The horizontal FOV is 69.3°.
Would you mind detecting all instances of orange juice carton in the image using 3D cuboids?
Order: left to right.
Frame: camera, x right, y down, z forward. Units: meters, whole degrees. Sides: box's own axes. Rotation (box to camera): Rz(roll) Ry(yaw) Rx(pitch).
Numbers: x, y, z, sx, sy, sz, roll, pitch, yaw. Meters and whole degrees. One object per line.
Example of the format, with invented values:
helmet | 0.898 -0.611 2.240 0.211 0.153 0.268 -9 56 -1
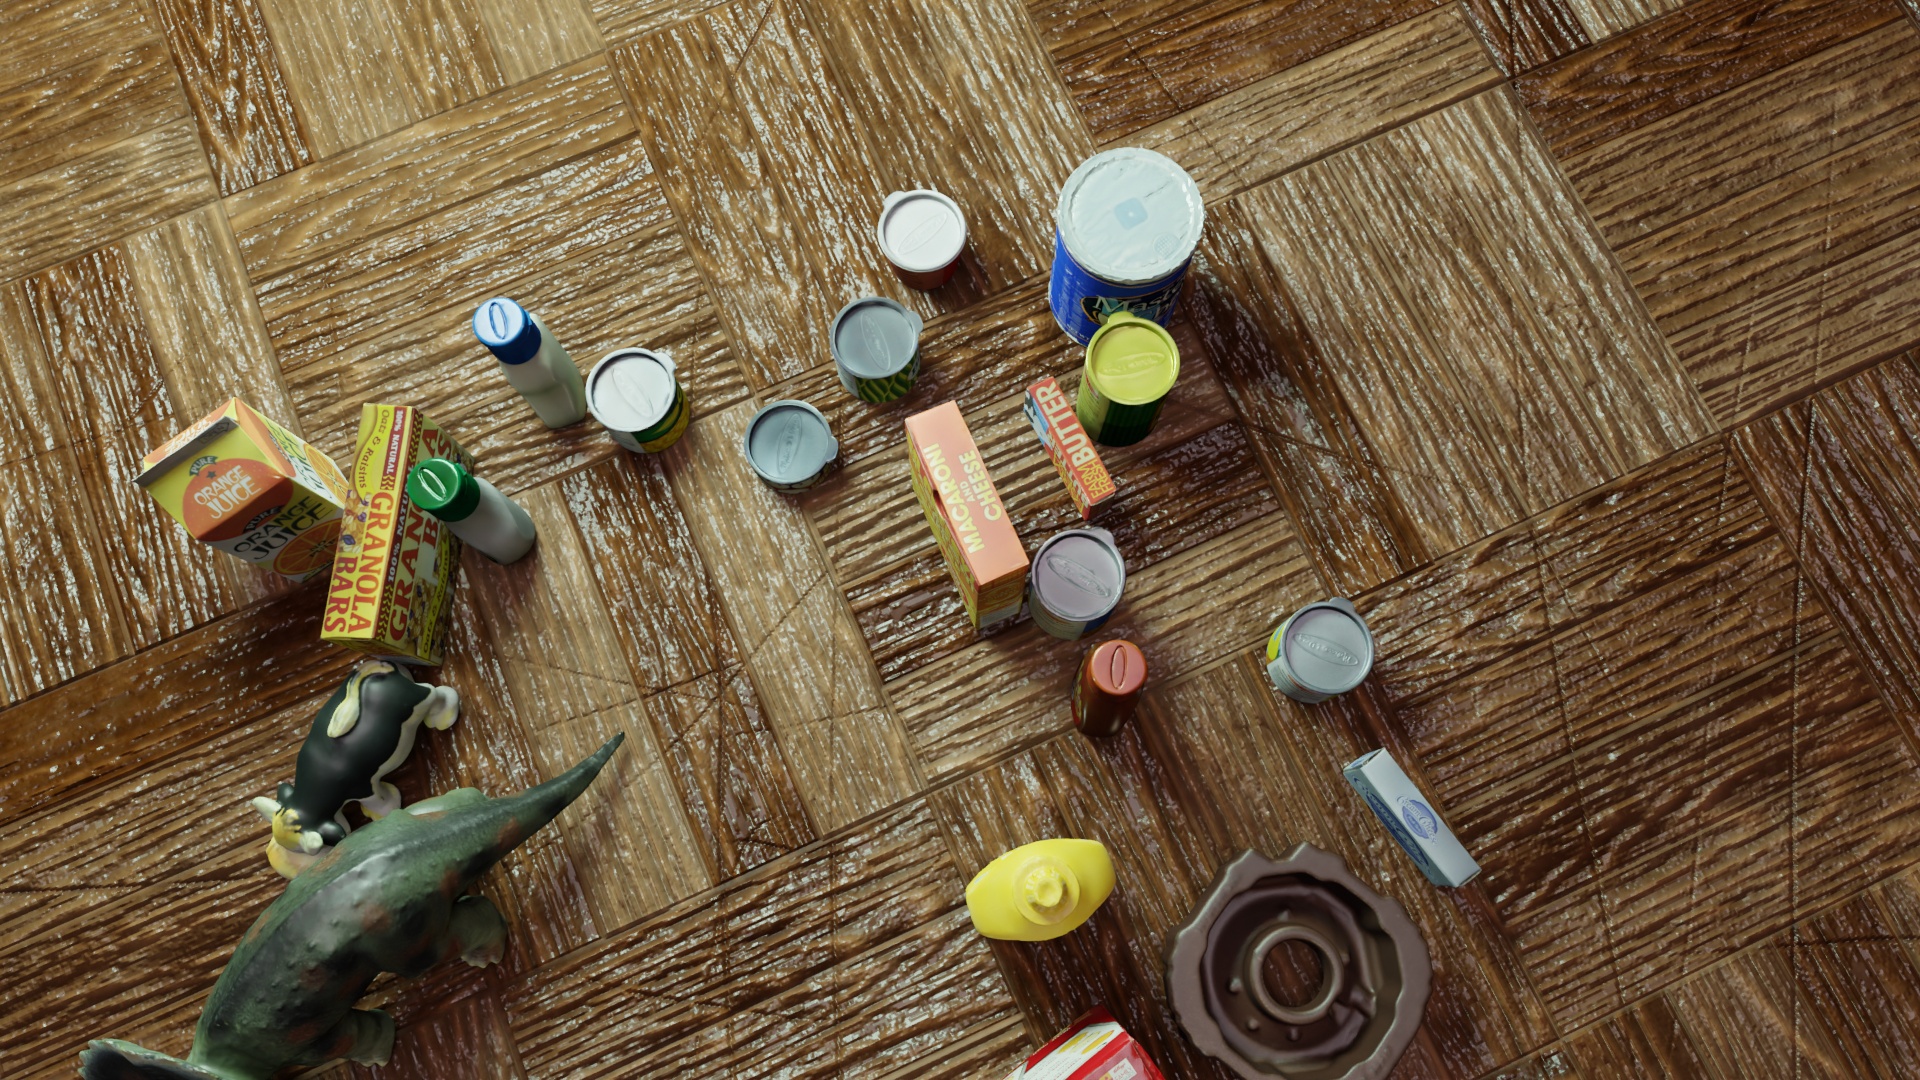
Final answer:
orange juice carton | -0.491 -0.036 0.967 0.072 0.192 0.073 -36 79 -8

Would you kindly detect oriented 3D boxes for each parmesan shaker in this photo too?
parmesan shaker | 0.122 -0.118 1.029 0.071 0.103 0.071 0 77 1

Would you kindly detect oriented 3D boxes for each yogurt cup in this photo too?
yogurt cup | -0.029 -0.231 1.083 0.072 0.054 0.072 0 76 0

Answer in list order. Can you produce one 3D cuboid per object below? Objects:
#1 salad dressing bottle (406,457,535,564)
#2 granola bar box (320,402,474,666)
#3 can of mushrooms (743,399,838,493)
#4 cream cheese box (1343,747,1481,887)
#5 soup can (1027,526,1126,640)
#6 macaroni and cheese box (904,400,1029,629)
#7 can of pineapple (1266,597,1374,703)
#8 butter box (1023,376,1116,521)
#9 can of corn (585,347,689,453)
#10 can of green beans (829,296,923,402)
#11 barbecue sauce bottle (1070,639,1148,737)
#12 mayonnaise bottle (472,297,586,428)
salad dressing bottle | -0.346 -0.022 0.985 0.044 0.147 0.064 -40 79 -8
granola bar box | -0.397 0.000 0.992 0.039 0.124 0.166 4 76 1
can of mushrooms | -0.127 -0.070 1.054 0.071 0.033 0.071 0 76 0
cream cheese box | 0.315 0.195 0.975 0.024 0.053 0.104 -36 79 -7
soup can | 0.084 0.031 1.002 0.071 0.083 0.071 0 76 1
macaroni and cheese box | 0.003 -0.012 0.971 0.040 0.166 0.124 -23 77 -5
can of pineapple | 0.259 0.080 1.002 0.071 0.057 0.071 0 76 0
butter box | 0.082 -0.068 1.042 0.024 0.053 0.103 -27 77 -6
can of corn | -0.241 -0.106 1.051 0.071 0.058 0.071 0 76 0
can of green beans | -0.064 -0.144 1.060 0.071 0.057 0.071 0 76 0
barbecue sauce bottle | 0.102 0.097 0.952 0.044 0.148 0.065 7 77 2
mayonnaise bottle | -0.313 -0.132 1.012 0.041 0.147 0.065 -18 77 -4
